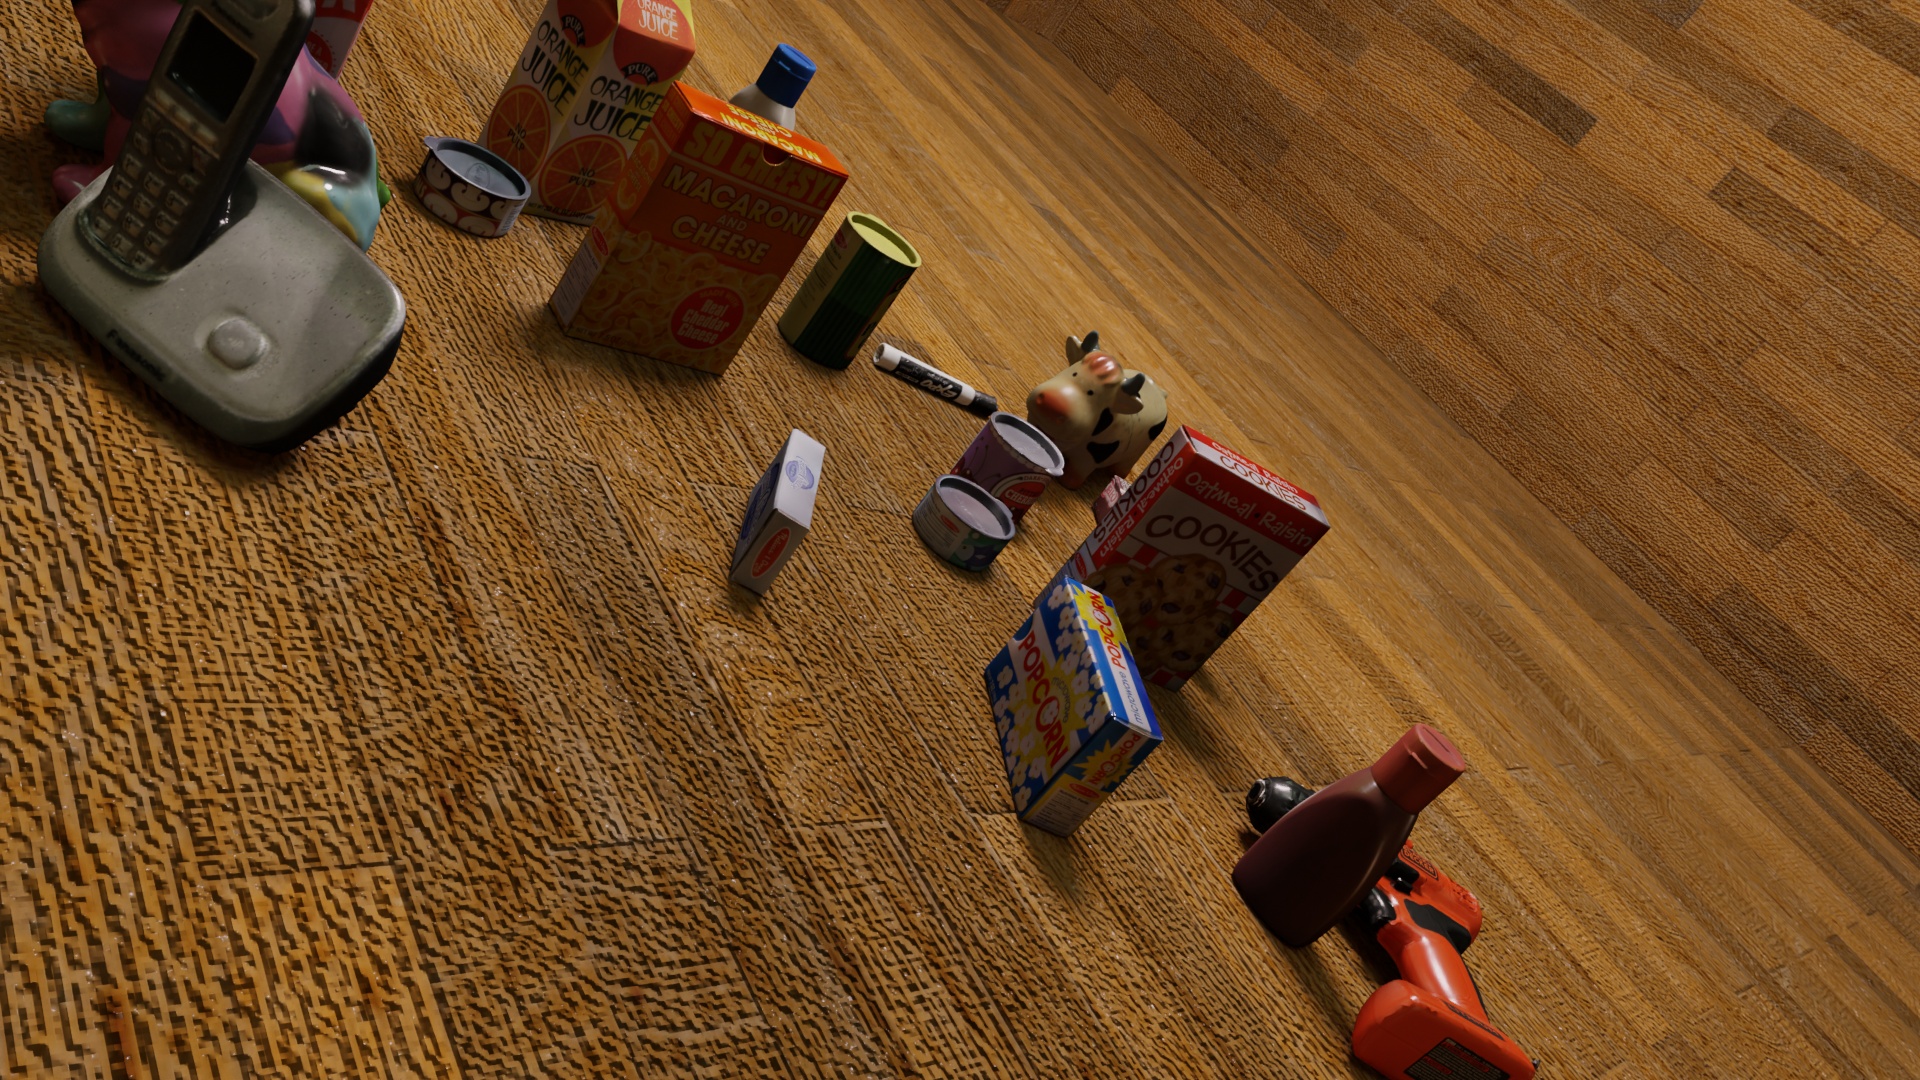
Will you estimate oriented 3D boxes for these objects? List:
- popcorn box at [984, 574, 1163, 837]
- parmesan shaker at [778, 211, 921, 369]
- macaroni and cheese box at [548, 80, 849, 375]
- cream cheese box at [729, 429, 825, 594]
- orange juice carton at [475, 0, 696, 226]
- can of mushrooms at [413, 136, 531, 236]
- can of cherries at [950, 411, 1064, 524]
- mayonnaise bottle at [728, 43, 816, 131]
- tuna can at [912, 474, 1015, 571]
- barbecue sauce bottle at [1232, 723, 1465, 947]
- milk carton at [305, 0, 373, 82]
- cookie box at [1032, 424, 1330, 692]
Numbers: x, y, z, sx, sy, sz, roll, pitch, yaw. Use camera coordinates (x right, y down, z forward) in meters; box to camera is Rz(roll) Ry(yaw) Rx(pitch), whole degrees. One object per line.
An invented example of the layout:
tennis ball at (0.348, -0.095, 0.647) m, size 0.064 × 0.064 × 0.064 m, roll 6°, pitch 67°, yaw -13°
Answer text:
popcorn box at (0.061, 0.092, 0.789) m, size 0.038 × 0.085 × 0.127 m, roll 26°, pitch 27°, yaw -25°
parmesan shaker at (-0.086, -0.191, 1.064) m, size 0.071 × 0.102 × 0.071 m, roll 31°, pitch 25°, yaw -16°
macaroni and cheese box at (-0.164, -0.190, 0.878) m, size 0.124 × 0.165 × 0.040 m, roll 10°, pitch 36°, yaw -46°
cream cheese box at (-0.104, -0.018, 0.796) m, size 0.024 × 0.053 × 0.104 m, roll 31°, pitch 25°, yaw -16°
orange juice carton at (-0.250, -0.318, 0.954) m, size 0.073 × 0.192 × 0.072 m, roll 49°, pitch 26°, yaw 24°
can of mushrooms at (-0.318, -0.230, 0.899) m, size 0.071 × 0.033 × 0.071 m, roll 31°, pitch 25°, yaw -16°
can of cherries at (0.036, -0.052, 1.040) m, size 0.071 × 0.058 × 0.072 m, roll 31°, pitch 25°, yaw -16°
mayonnaise bottle at (-0.171, -0.337, 1.148) m, size 0.065 × 0.147 × 0.041 m, roll 38°, pitch 24°, yaw 0°
tuna can at (0.003, -0.012, 0.957) m, size 0.071 × 0.032 × 0.071 m, roll 31°, pitch 25°, yaw -16°
barbecue sauce bottle at (0.227, 0.168, 0.807) m, size 0.044 × 0.148 × 0.065 m, roll 2°, pitch 42°, yaw -53°
milk carton at (-0.367, -0.300, 0.765) m, size 0.073 × 0.189 × 0.073 m, roll 24°, pitch 28°, yaw -29°
cookie box at (0.149, 0.015, 0.944) m, size 0.123 × 0.166 × 0.040 m, roll 25°, pitch 27°, yaw -26°
